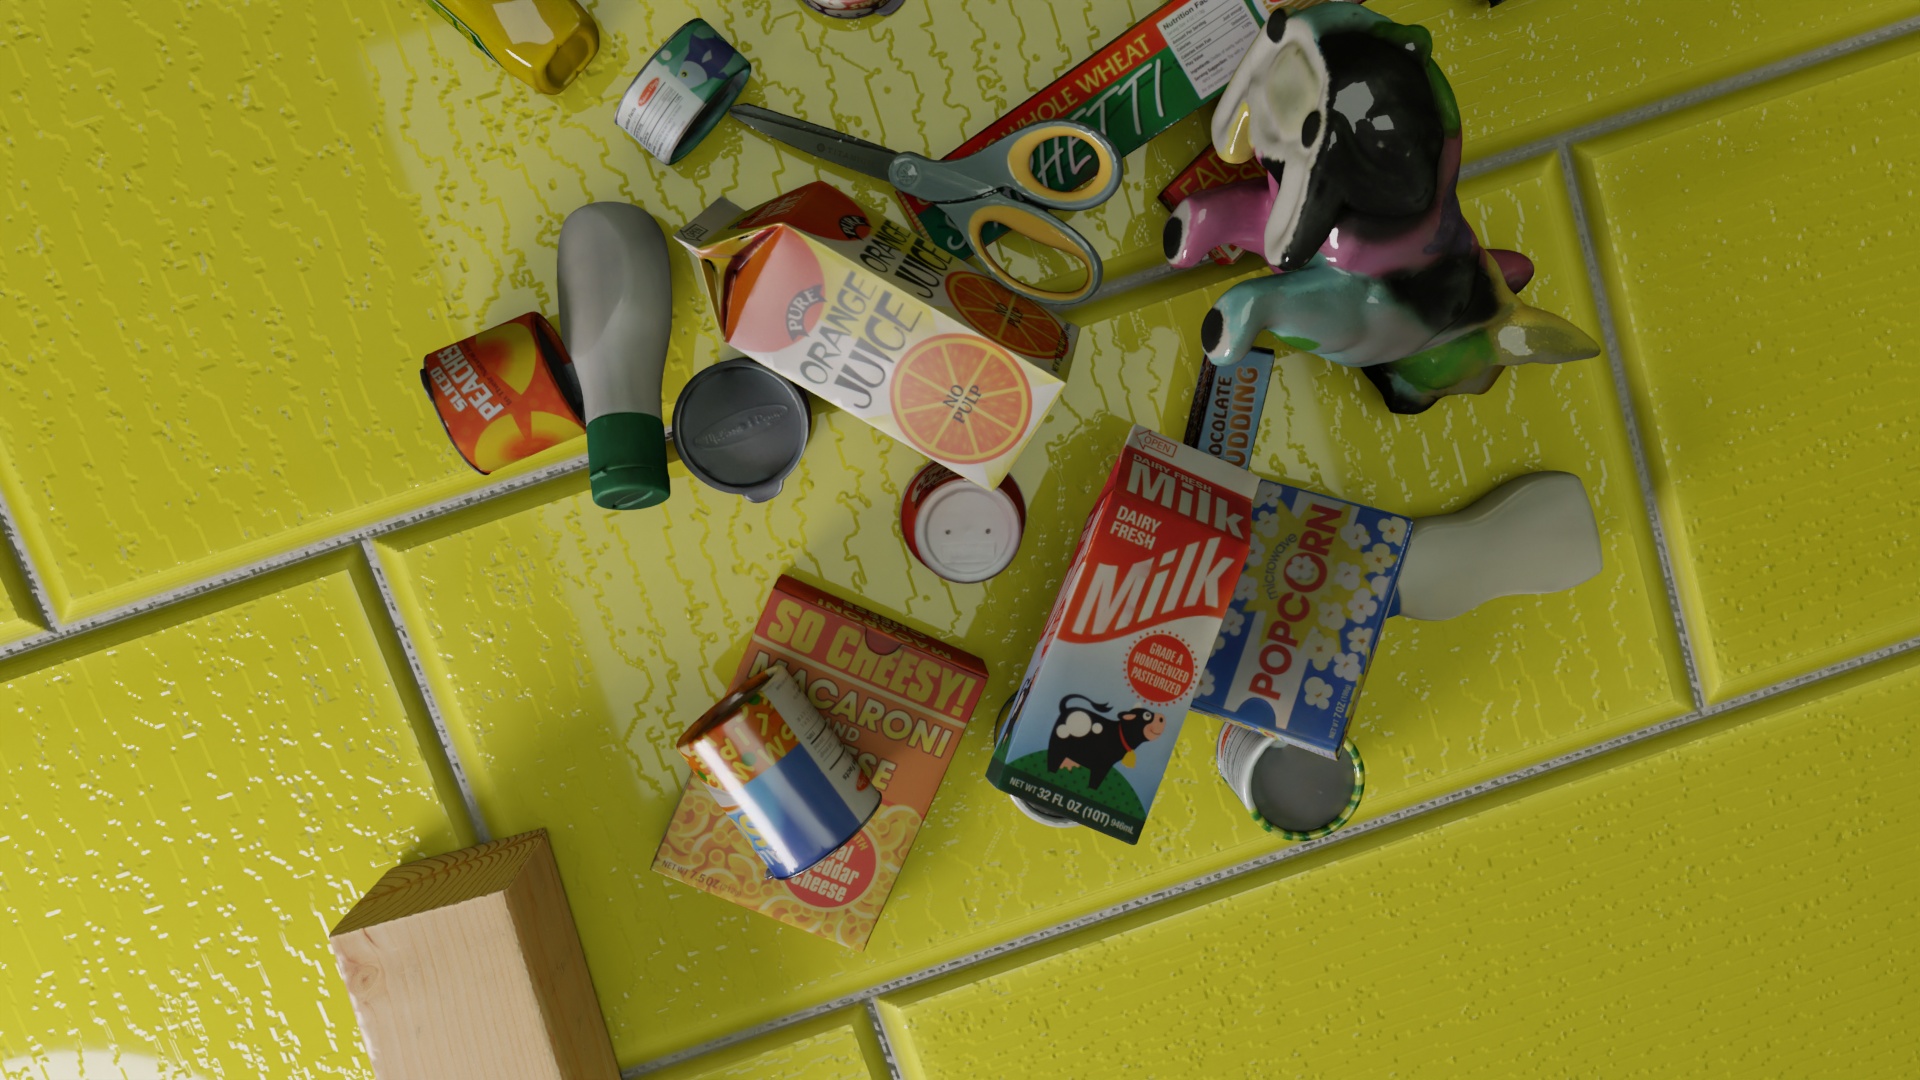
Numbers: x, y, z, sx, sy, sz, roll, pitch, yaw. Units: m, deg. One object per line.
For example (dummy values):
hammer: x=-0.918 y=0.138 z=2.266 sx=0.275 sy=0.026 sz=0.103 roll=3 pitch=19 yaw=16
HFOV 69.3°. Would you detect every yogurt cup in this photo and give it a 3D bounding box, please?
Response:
yogurt cup: x=0.003 y=-0.009 z=0.720 sx=0.072 sy=0.054 sz=0.072 roll=-1 pitch=99 yaw=-3

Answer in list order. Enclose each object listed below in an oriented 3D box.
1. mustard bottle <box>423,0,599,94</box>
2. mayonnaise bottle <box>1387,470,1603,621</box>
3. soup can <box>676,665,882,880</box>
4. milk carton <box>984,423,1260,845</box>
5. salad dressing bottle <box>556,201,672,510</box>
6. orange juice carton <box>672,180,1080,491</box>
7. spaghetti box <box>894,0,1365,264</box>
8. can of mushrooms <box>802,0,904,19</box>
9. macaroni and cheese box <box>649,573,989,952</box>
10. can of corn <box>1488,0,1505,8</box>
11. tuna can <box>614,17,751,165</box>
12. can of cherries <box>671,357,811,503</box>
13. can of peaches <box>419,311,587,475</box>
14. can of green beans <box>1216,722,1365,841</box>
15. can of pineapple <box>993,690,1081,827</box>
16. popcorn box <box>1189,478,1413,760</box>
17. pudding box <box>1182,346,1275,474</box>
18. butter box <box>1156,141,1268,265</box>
mustard bottle: x=-0.247 y=-0.281 z=0.662 sx=0.160 sy=0.065 sz=0.049 roll=40 pitch=89 yaw=-2
mayonnaise bottle: x=0.264 y=0.011 z=0.747 sx=0.148 sy=0.041 sz=0.064 roll=-18 pitch=98 yaw=1
soup can: x=-0.092 y=0.115 z=0.684 sx=0.071 sy=0.071 sz=0.083 roll=-36 pitch=98 yaw=2
milk carton: x=0.081 y=0.042 z=0.675 sx=0.072 sy=0.073 sz=0.191 roll=23 pitch=83 yaw=-1
salad dressing bottle: x=-0.165 y=-0.089 z=0.673 sx=0.064 sy=0.044 sz=0.148 roll=-20 pitch=70 yaw=37
orange juice carton: x=-0.044 y=-0.111 z=0.681 sx=0.193 sy=0.072 sz=0.072 roll=29 pitch=121 yaw=-7
spaghetti box: x=0.081 y=-0.215 z=0.665 sx=0.249 sy=0.029 sz=0.050 roll=-29 pitch=100 yaw=23
can of mushrooms: x=-0.055 y=-0.293 z=0.685 sx=0.071 sy=0.033 sz=0.071 roll=-1 pitch=98 yaw=-4
macaroni and cheese box: x=-0.074 y=0.119 z=0.741 sx=0.124 sy=0.040 sz=0.166 roll=23 pitch=96 yaw=-7
can of corn: x=0.280 y=-0.308 z=0.684 sx=0.071 sy=0.071 sz=0.058 roll=-33 pitch=99 yaw=2
tuna can: x=-0.133 y=-0.218 z=0.676 sx=0.033 sy=0.071 sz=0.071 roll=41 pitch=94 yaw=-9
can of cherries: x=-0.109 y=-0.057 z=0.704 sx=0.071 sy=0.058 sz=0.071 roll=-1 pitch=99 yaw=-4
can of peaches: x=-0.223 y=-0.074 z=0.688 sx=0.058 sy=0.071 sz=0.071 roll=-22 pitch=99 yaw=-1
can of green beans: x=0.177 y=0.121 z=0.748 sx=0.071 sy=0.058 sz=0.071 roll=-1 pitch=99 yaw=-4
can of pineapple: x=0.053 y=0.110 z=0.739 sx=0.071 sy=0.058 sz=0.071 roll=-1 pitch=98 yaw=-3
popcorn box: x=0.171 y=0.039 z=0.711 sx=0.085 sy=0.038 sz=0.127 roll=17 pitch=77 yaw=21
pudding box: x=0.136 y=-0.061 z=0.722 sx=0.030 sy=0.050 sz=0.083 roll=12 pitch=99 yaw=0
butter box: x=0.157 y=-0.196 z=0.717 sx=0.103 sy=0.024 sz=0.053 roll=-44 pitch=99 yaw=3
